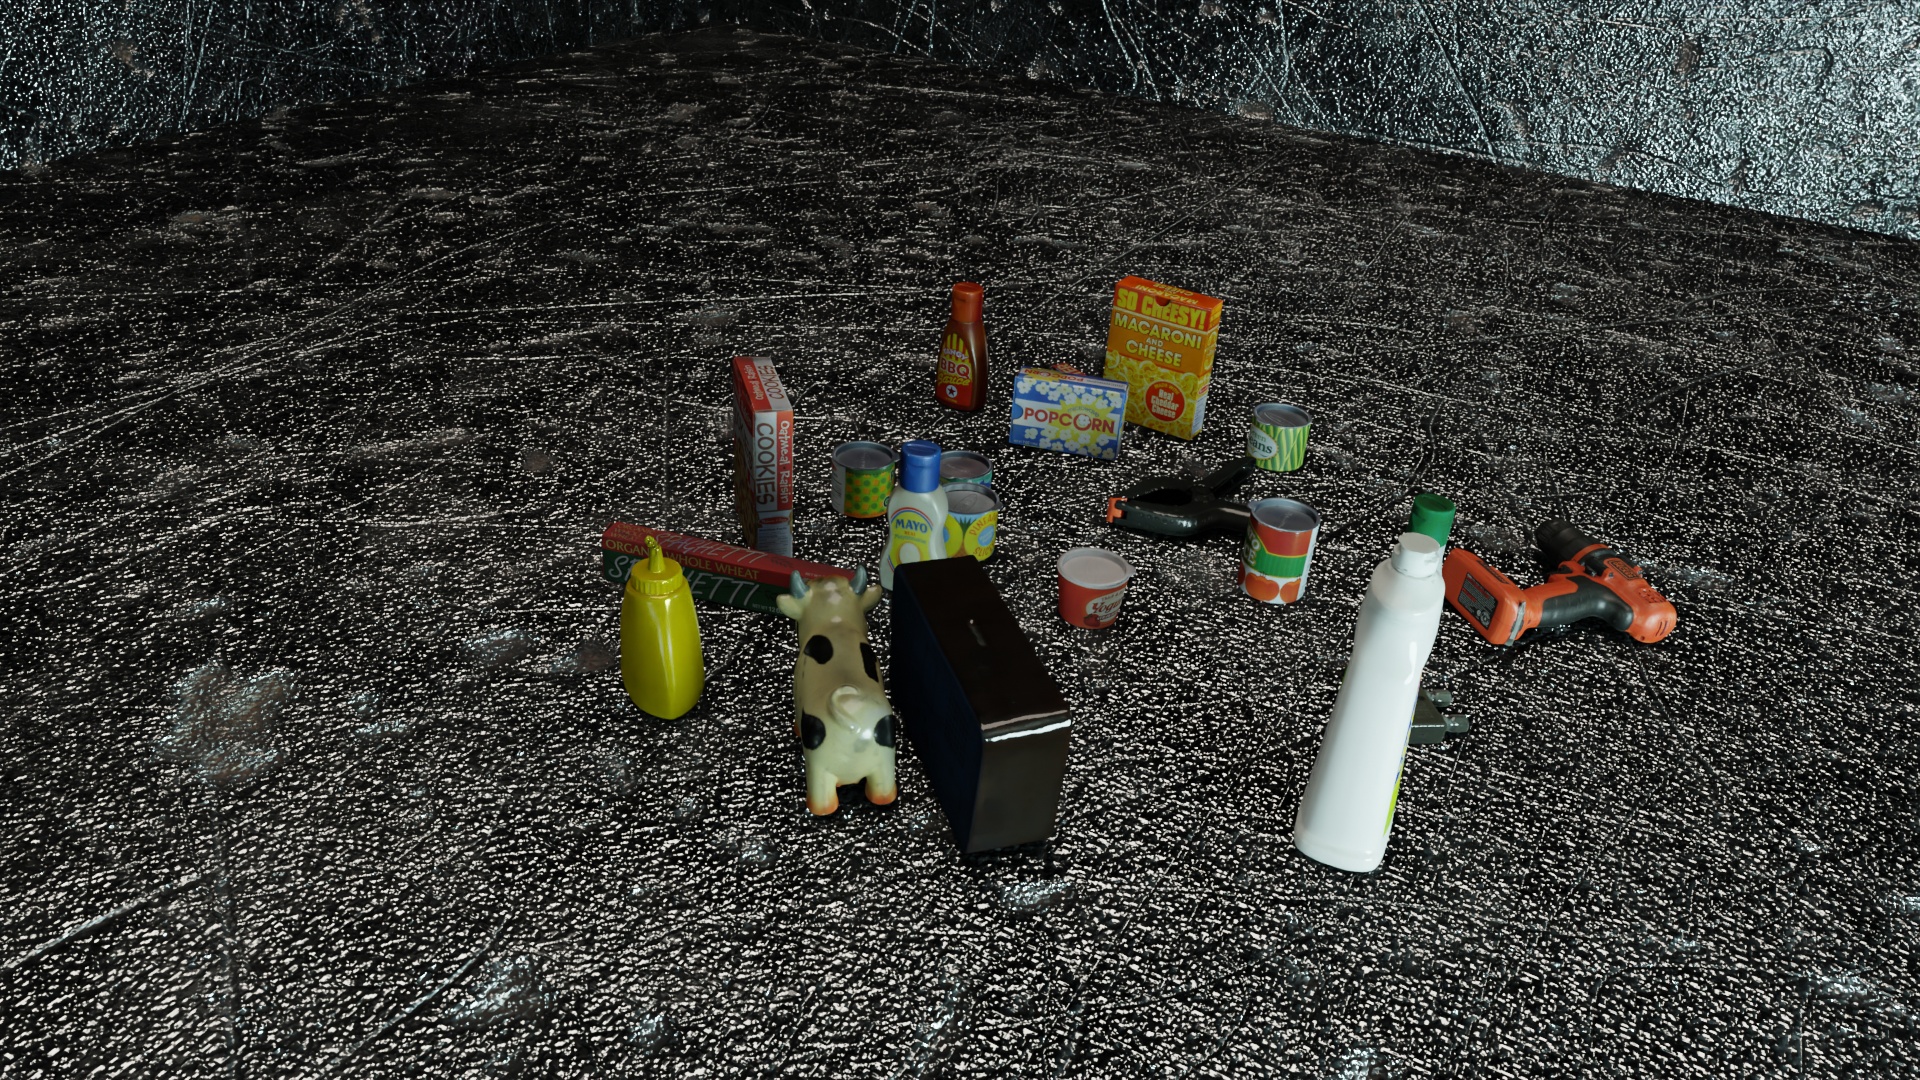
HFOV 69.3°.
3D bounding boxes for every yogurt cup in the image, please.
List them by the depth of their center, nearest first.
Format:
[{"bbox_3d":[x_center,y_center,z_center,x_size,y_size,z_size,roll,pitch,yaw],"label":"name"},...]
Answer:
[{"bbox_3d":[0.121,0.046,1.290,0.072,0.053,0.073,3,30,-2],"label":"yogurt cup"}]

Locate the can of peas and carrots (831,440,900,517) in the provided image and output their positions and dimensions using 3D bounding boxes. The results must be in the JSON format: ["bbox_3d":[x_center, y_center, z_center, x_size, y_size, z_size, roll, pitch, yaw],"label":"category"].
[{"bbox_3d":[-0.099,-0.064,1.441,0.071,0.058,0.071,3,30,-2],"label":"can of peas and carrots"}]

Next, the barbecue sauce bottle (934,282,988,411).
[{"bbox_3d":[0.004,-0.231,1.653,0.065,0.147,0.044,22,34,27],"label":"barbecue sauce bottle"}]

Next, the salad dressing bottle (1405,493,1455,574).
[{"bbox_3d":[0.415,0.029,1.266,0.044,0.146,0.064,-13,34,-27],"label":"salad dressing bottle"}]

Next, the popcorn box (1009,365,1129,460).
[{"bbox_3d":[0.124,-0.146,1.585,0.127,0.084,0.038,10,31,9],"label":"popcorn box"}]

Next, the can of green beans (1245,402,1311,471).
[{"bbox_3d":[0.366,-0.119,1.600,0.071,0.057,0.071,3,30,-2],"label":"can of green beans"}]

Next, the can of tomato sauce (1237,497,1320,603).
[{"bbox_3d":[0.306,0.009,1.348,0.071,0.082,0.071,3,30,-2],"label":"can of tomato sauce"}]

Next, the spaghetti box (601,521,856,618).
[{"bbox_3d":[-0.211,0.032,1.272,0.250,0.050,0.029,11,31,11],"label":"spaghetti box"}]

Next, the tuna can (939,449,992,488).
[{"bbox_3d":[-0.001,-0.067,1.486,0.071,0.032,0.071,3,30,-2],"label":"tuna can"}]

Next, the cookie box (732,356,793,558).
[{"bbox_3d":[-0.193,-0.078,1.346,0.040,0.166,0.123,-5,32,-17],"label":"cookie box"}]

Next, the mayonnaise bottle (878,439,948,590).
[{"bbox_3d":[-0.041,-0.020,1.287,0.065,0.147,0.041,11,31,11],"label":"mayonnaise bottle"}]

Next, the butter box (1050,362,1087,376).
[{"bbox_3d":[0.145,-0.169,1.659,0.024,0.052,0.104,-17,36,-32],"label":"butter box"}]

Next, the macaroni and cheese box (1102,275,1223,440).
[{"bbox_3d":[0.234,-0.215,1.638,0.124,0.165,0.040,20,34,25],"label":"macaroni and cheese box"}]

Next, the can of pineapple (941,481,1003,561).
[{"bbox_3d":[0.005,-0.017,1.377,0.071,0.057,0.071,3,30,-2],"label":"can of pineapple"}]

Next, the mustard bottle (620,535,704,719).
[{"bbox_3d":[-0.238,0.065,1.103,0.065,0.159,0.049,21,34,26],"label":"mustard bottle"}]
